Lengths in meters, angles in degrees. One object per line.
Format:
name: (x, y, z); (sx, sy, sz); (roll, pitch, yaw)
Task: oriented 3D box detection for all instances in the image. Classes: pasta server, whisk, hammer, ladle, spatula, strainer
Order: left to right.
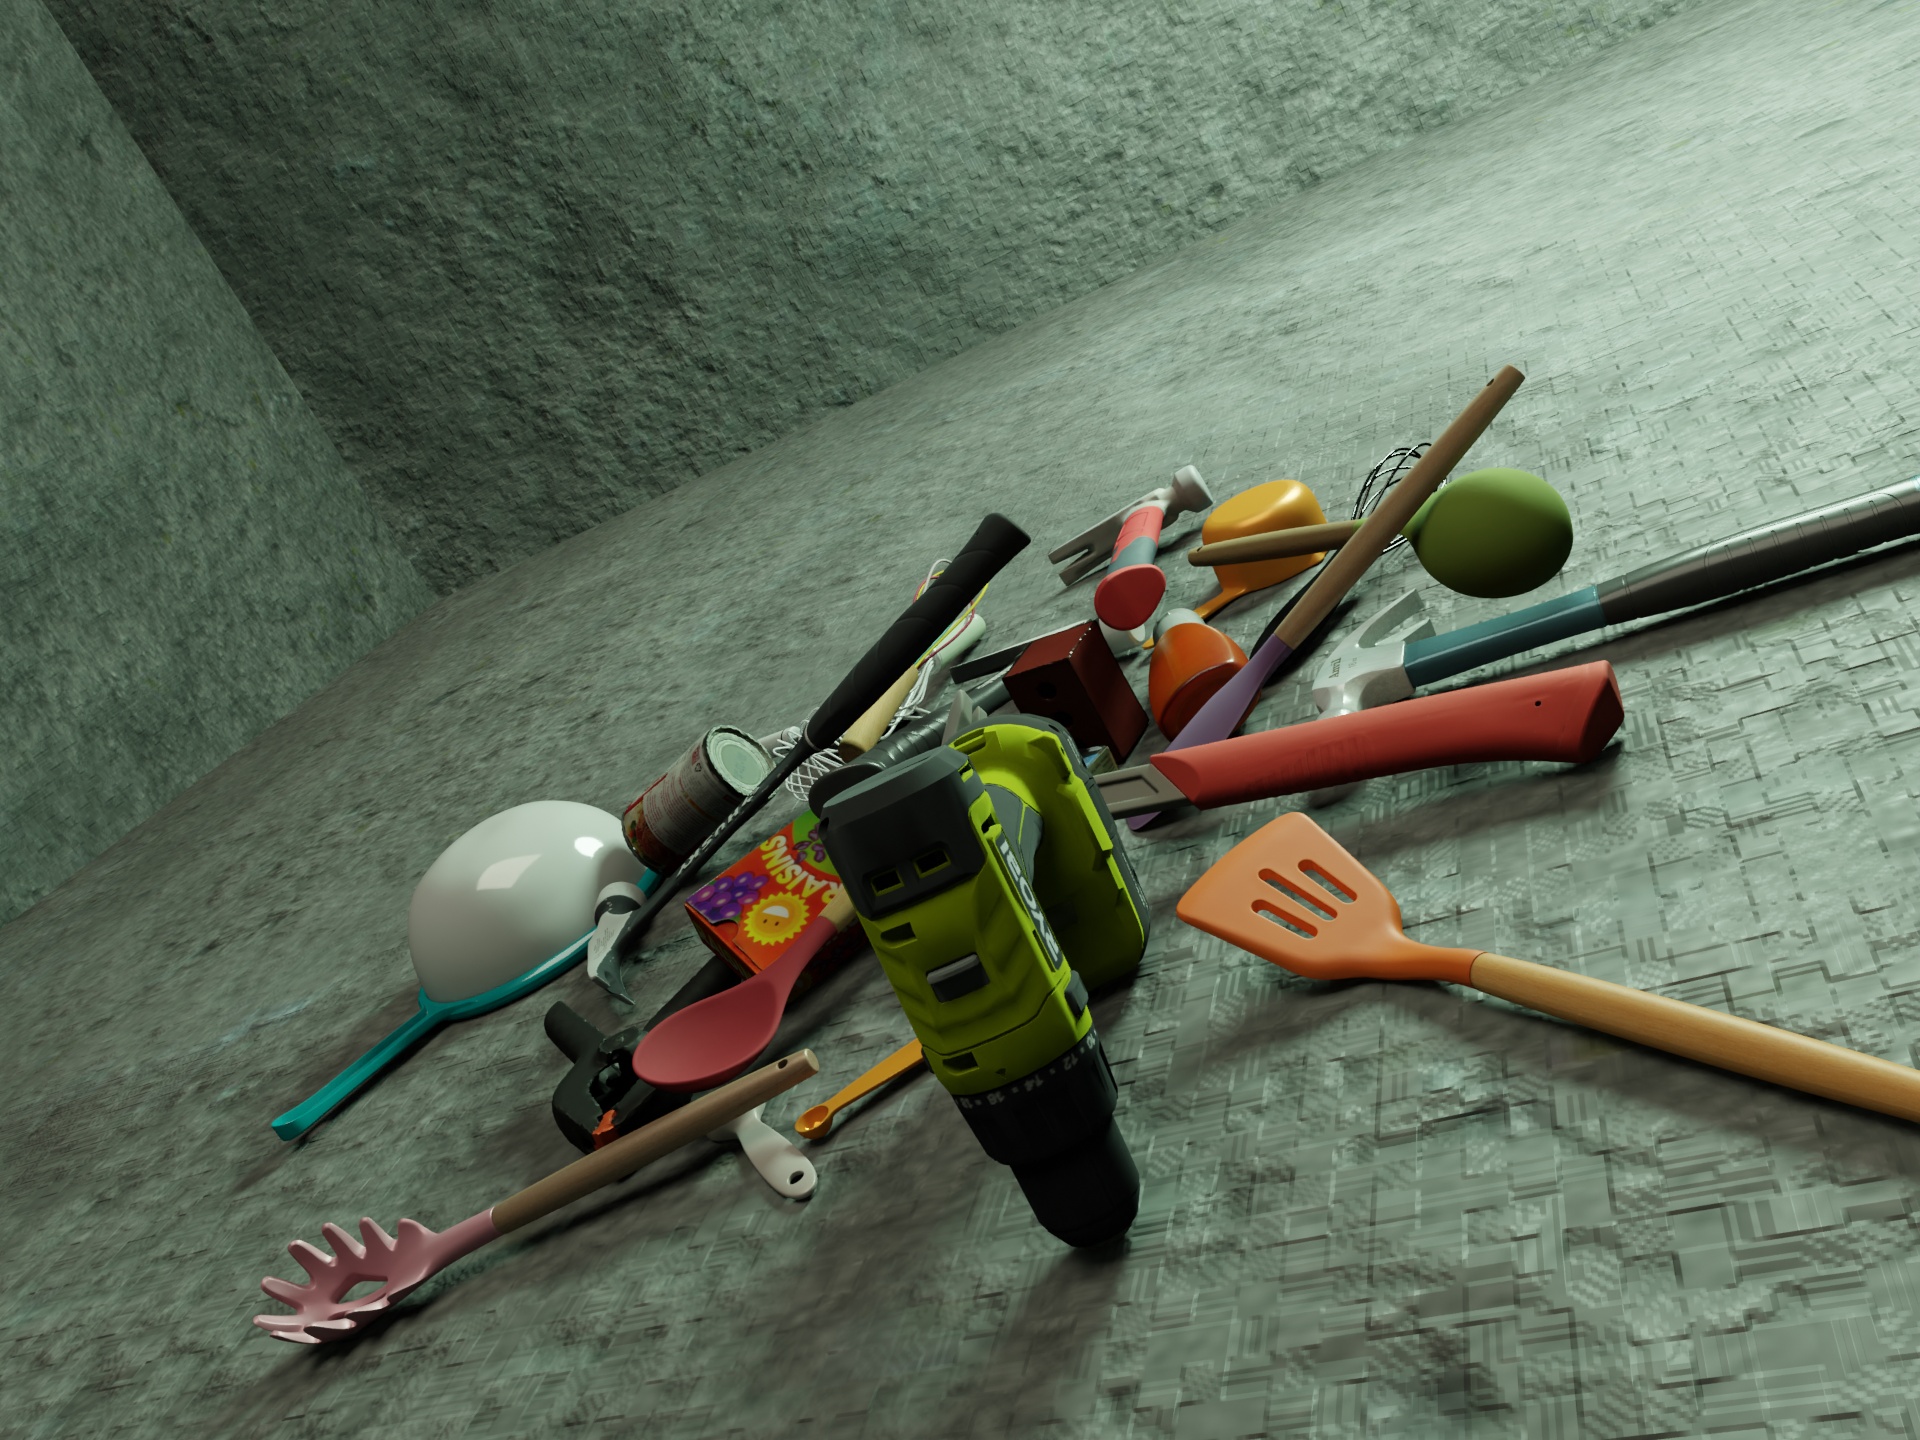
strainer: (-0.372, 0.156, 1.154); (0.211, 0.095, 0.340); (-8, 26, 46)
pasta server: (-0.211, 0.233, 0.790); (0.316, 0.040, 0.060); (-28, 37, 10)
hammer: (-0.104, 0.022, 1.021); (0.409, 0.036, 0.149); (-46, 18, 11)
strainer: (-0.130, 0.011, 1.278); (0.258, 0.050, 0.087); (-19, 5, 35)
ladle: (-0.059, 0.095, 0.881); (0.069, 0.031, 0.315); (12, 46, 40)
whisk: (-0.054, 0.043, 1.065); (0.070, 0.070, 0.285); (-35, 24, -18)
whisk: (-0.035, -0.046, 1.126); (0.245, 0.047, 0.051); (-60, -5, -49)
whisk: (-0.028, -0.043, 1.228); (0.058, 0.059, 0.246); (-3, 16, 22)
hammer: (-0.002, -0.003, 1.027); (0.146, 0.035, 0.335); (-19, 8, 31)
hammer: (0.112, -0.113, 1.151); (0.143, 0.038, 0.386); (-30, 9, 16)
hammer: (0.144, 0.017, 0.808); (0.359, 0.036, 0.149); (-14, 53, 28)
spatula: (0.192, -0.062, 0.858); (0.316, 0.018, 0.060); (-51, 15, 12)
ladle: (0.232, -0.102, 0.952); (0.078, 0.062, 0.320); (-48, 17, -15)
whisk: (0.250, -0.104, 1.020); (0.055, 0.055, 0.239); (-4, 35, 51)
spatula: (0.207, 0.091, 0.583); (0.081, 0.041, 0.323); (-36, 21, -22)
hammer: (0.339, -0.062, 0.805); (0.331, 0.033, 0.128); (-19, 22, 26)

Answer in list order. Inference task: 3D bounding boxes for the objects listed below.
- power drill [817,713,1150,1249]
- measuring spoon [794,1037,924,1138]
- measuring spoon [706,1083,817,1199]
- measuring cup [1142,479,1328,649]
power drill: (0.026, 0.092, 0.664); (0.080, 0.190, 0.228); (-25, 5, 12)
measuring spoon: (-0.028, 0.169, 0.768); (0.117, 0.011, 0.021); (-30, 17, -15)
measuring spoon: (-0.098, 0.200, 0.767); (0.034, 0.018, 0.124); (-35, 20, -19)
measuring cup: (0.185, -0.113, 1.124); (0.173, 0.052, 0.095); (-34, 19, -21)
